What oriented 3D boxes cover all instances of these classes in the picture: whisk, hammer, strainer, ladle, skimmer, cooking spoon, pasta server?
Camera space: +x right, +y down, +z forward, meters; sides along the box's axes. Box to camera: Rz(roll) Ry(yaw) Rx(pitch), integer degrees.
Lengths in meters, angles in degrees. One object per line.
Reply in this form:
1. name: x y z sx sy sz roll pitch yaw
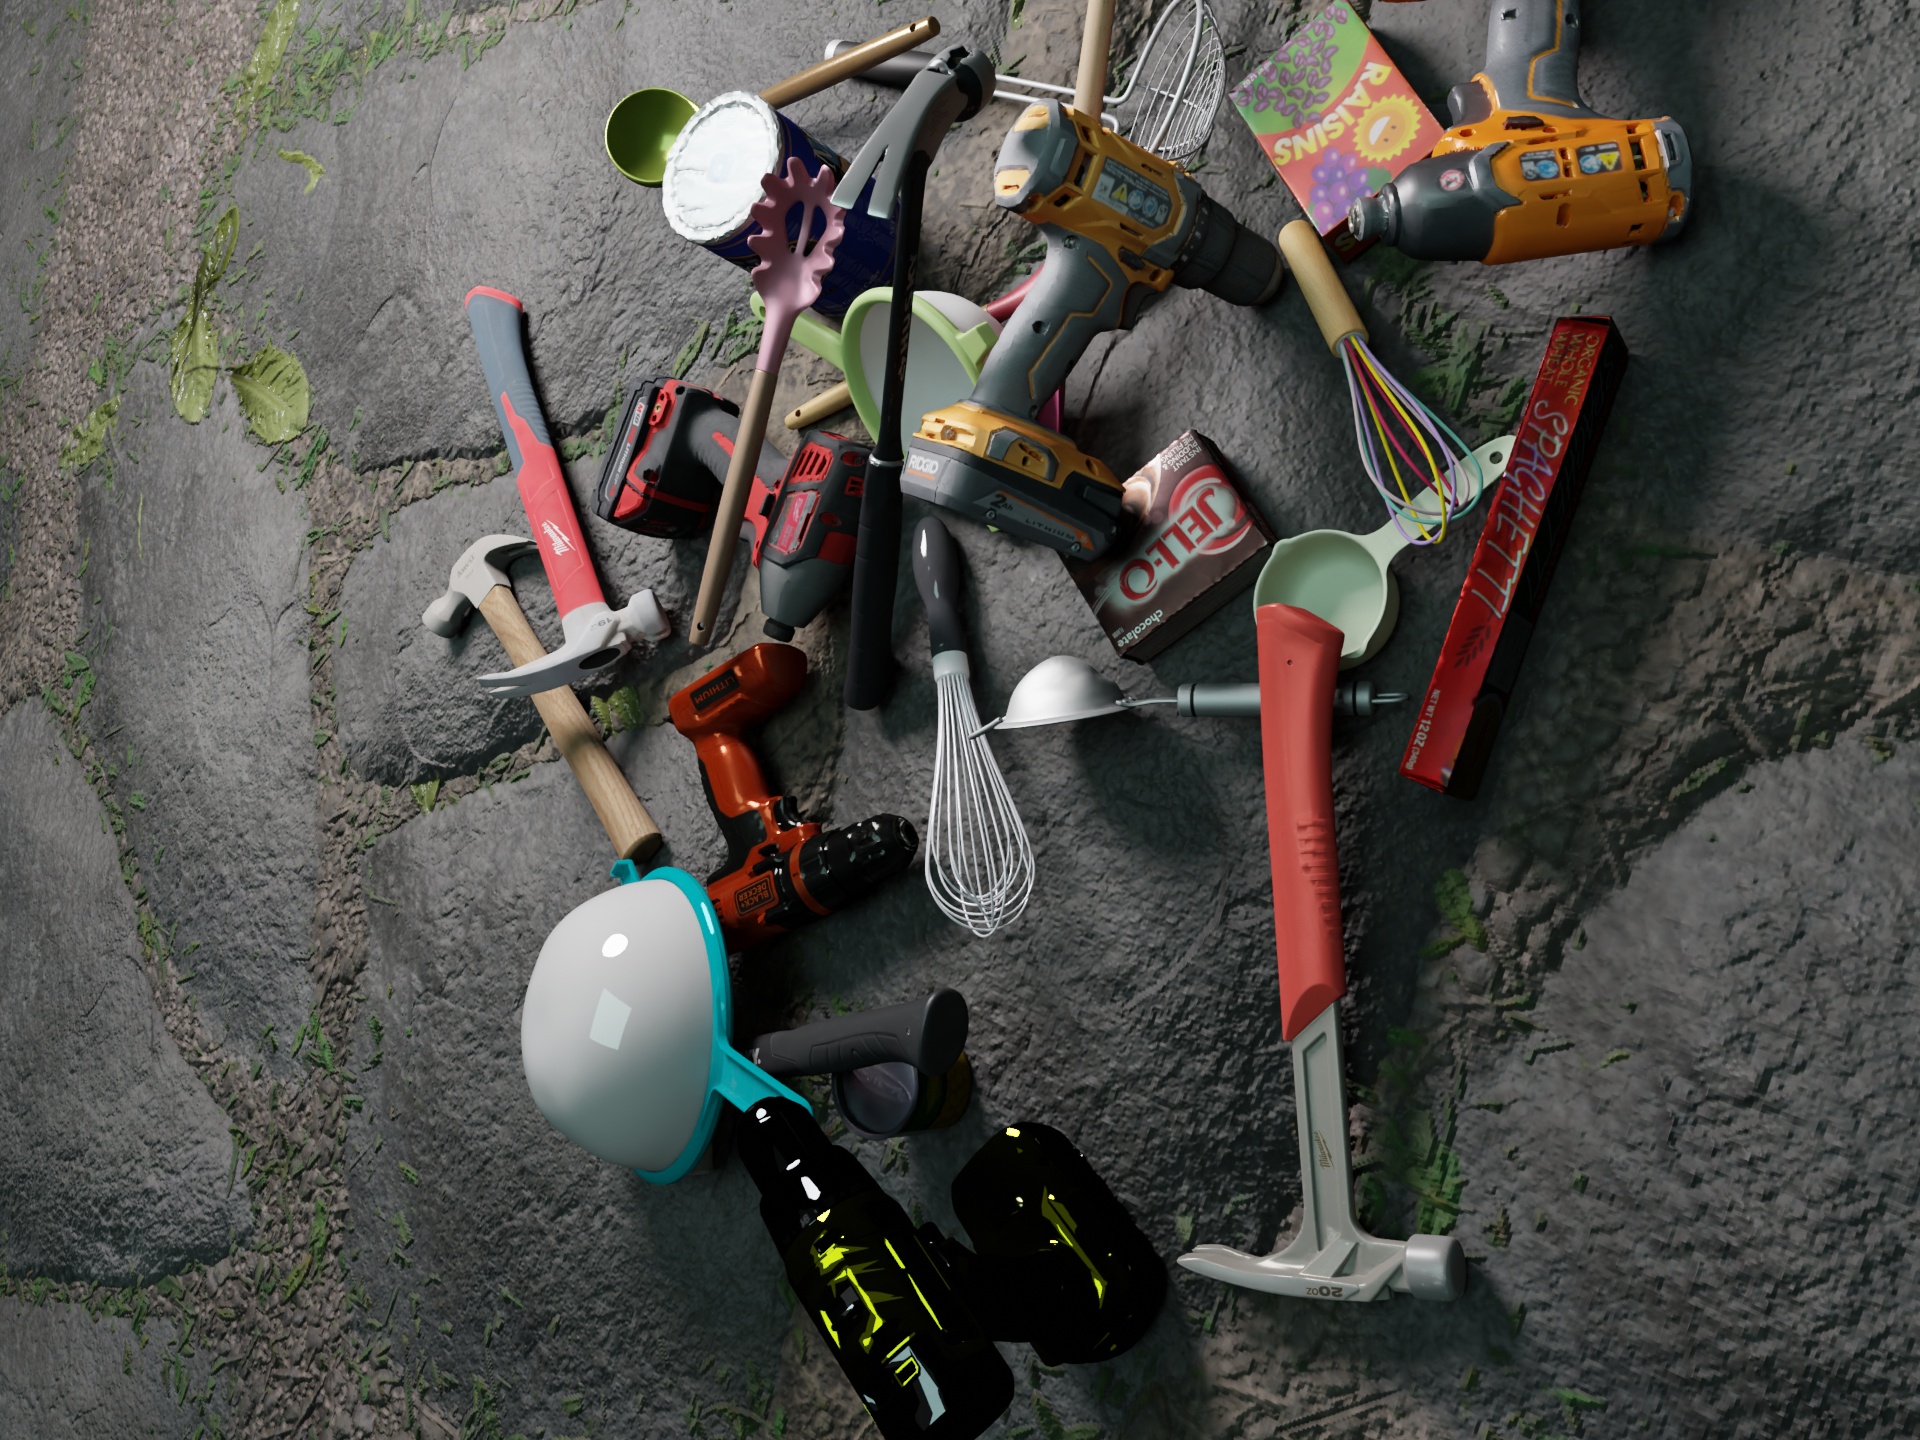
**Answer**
1. whisk: 0.220 -0.193 0.861 0.051 0.047 0.245 -31 52 23
2. whisk: -0.001 -0.004 0.999 0.070 0.070 0.285 -21 65 30
3. hammer: 0.176 0.119 0.839 0.149 0.036 0.359 -6 86 33
4. strainer: 0.123 -0.014 0.908 0.258 0.087 0.050 0 99 23
5. hammer: -0.315 -0.021 1.232 0.130 0.031 0.332 -49 59 18
6. ladle: 0.001 -0.261 1.061 0.315 0.031 0.069 -21 73 32
7. hammer: -0.042 -0.163 0.921 0.036 0.149 0.408 18 133 10
8. hammer: -0.349 -0.194 1.257 0.143 0.038 0.387 -23 62 -2
9. skimmer: 0.022 -0.422 1.034 0.364 0.090 0.127 27 103 35
10. strainer: -0.039 -0.241 1.044 0.069 0.151 0.257 -35 51 -25
11. cooking spoon: 0.066 -0.291 0.960 0.069 0.017 0.318 -131 44 -62
12. strainer: -0.203 0.208 1.000 0.340 0.095 0.211 10 94 58
13. hammer: -0.102 0.198 0.976 0.335 0.035 0.146 -24 65 51
14. ladle: -0.143 -0.456 1.152 0.320 0.062 0.078 -3 83 42
15. pasta server: -0.133 -0.198 1.027 0.060 0.040 0.316 16 101 1

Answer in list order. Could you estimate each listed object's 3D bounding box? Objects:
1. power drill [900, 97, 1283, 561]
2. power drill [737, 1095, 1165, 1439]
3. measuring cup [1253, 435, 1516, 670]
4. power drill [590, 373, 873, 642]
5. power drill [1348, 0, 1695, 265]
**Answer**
1. power drill: 0.080 -0.209 0.906 0.084 0.185 0.226 30 102 59
2. power drill: -0.006 0.276 0.841 0.080 0.228 0.191 -51 58 17
3. measuring cup: 0.236 -0.091 0.861 0.167 0.038 0.083 -40 62 19
4. power drill: -0.155 -0.151 1.109 0.220 0.078 0.143 28 102 36
5. power drill: 0.270 -0.342 0.824 0.164 0.084 0.227 -8 75 2
